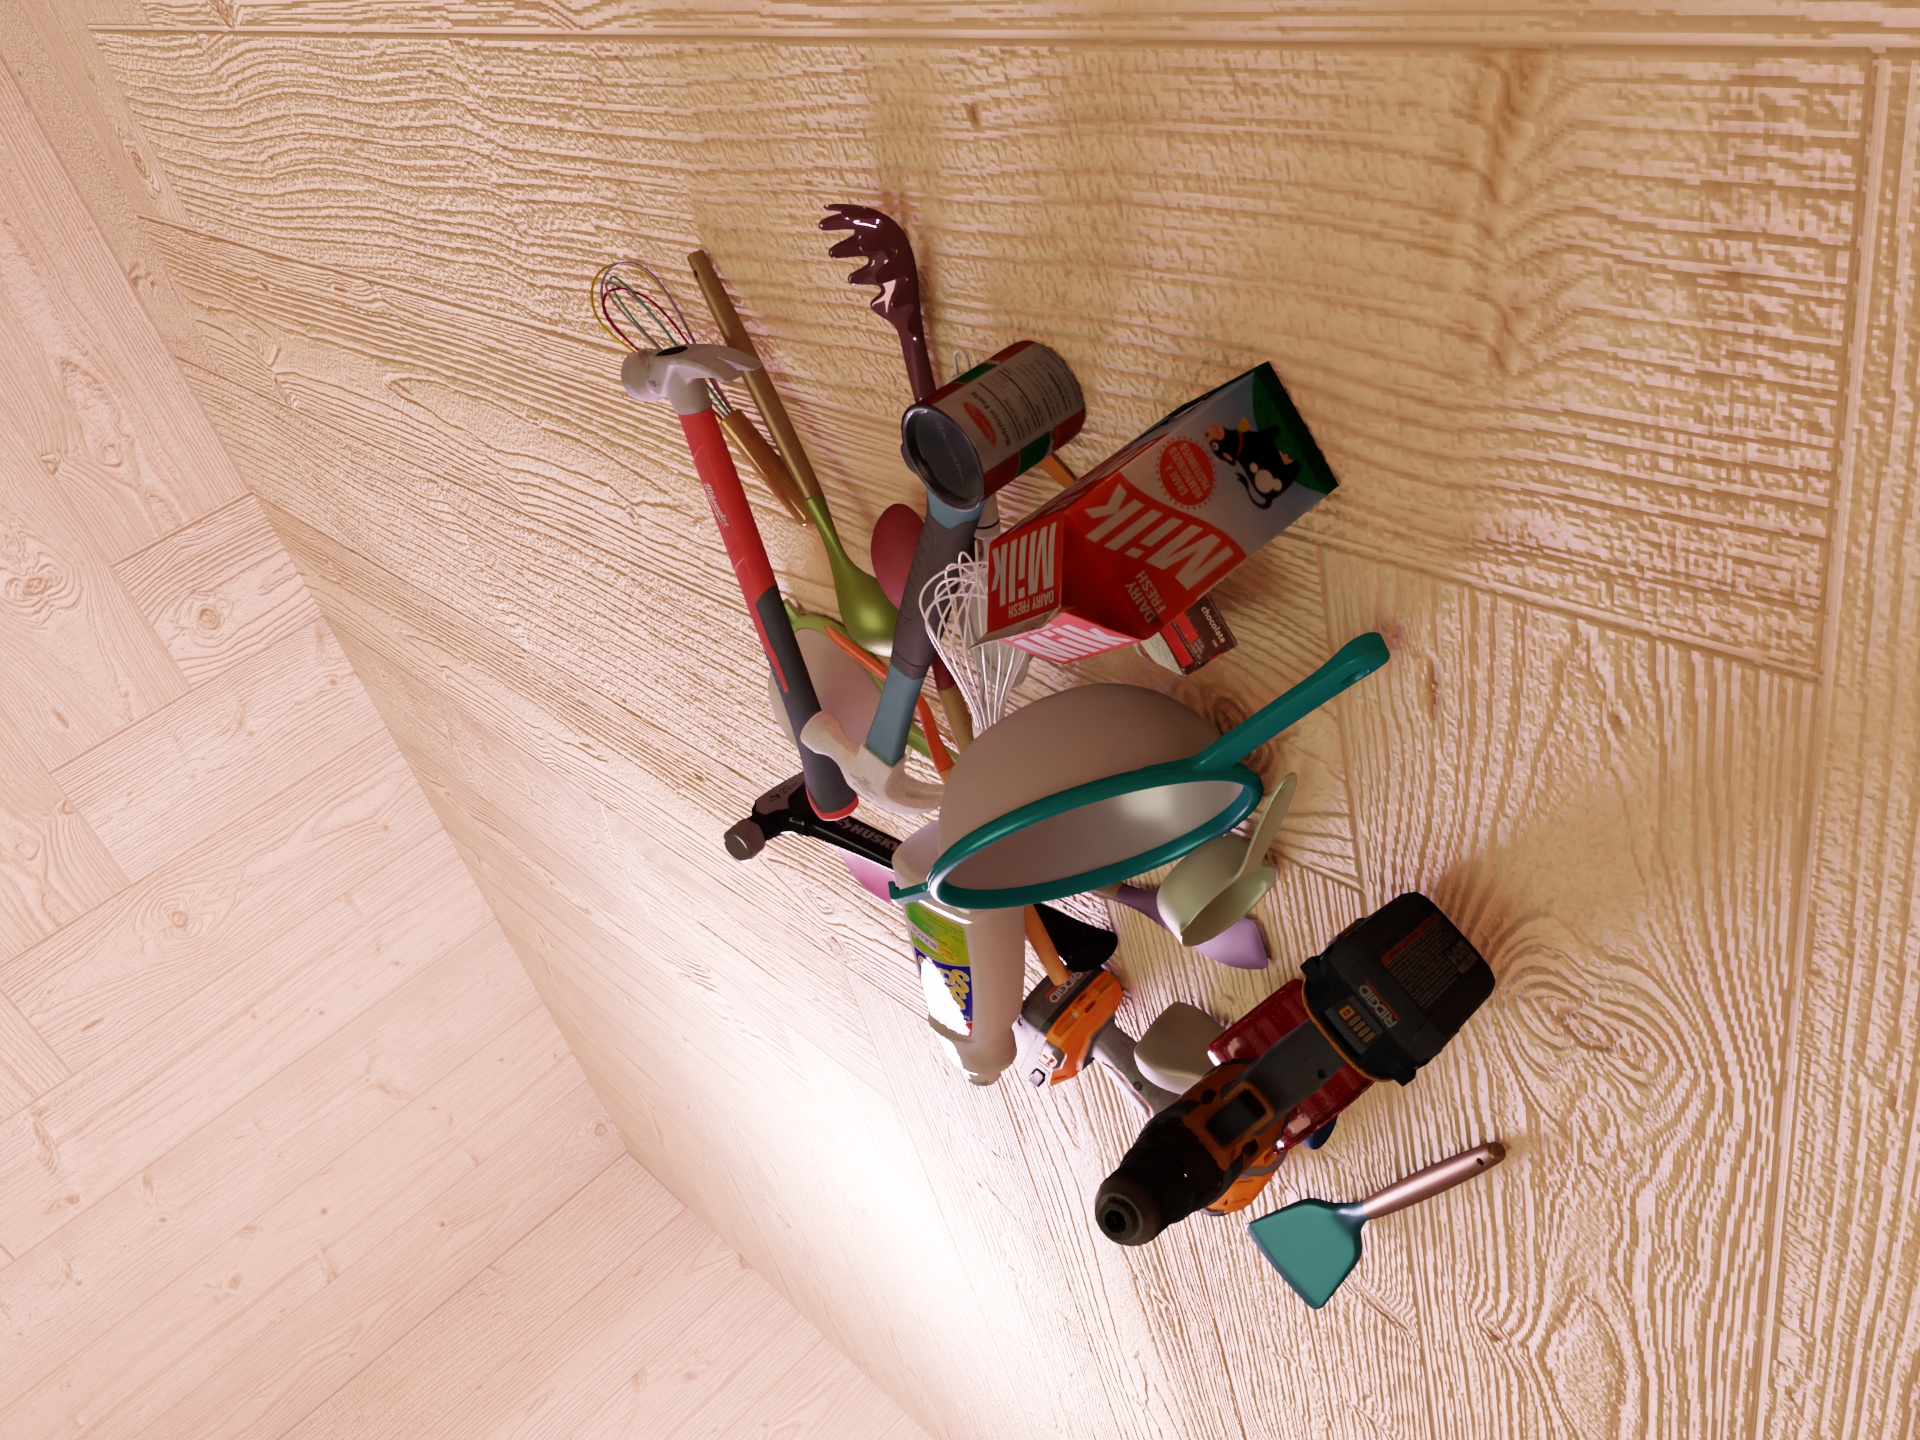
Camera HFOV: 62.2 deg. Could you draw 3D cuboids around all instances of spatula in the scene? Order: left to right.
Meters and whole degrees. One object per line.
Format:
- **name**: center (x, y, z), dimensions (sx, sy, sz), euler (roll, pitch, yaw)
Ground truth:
- **spatula**: center (-0.008, 0.062, 1.200), dimensions (0.322, 0.041, 0.081), euler (61, 175, -2)
- **spatula**: center (0.104, 0.124, 1.189), dimensions (0.316, 0.018, 0.059), euler (18, 137, 47)
- **spatula**: center (0.297, 0.348, 1.126), dimensions (0.082, 0.044, 0.317), euler (49, 153, 15)

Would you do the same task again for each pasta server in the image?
- **pasta server**: center (-0.023, -0.179, 1.002), dimensions (0.060, 0.040, 0.315), euler (42, 155, 47)

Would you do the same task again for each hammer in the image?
- **hammer**: center (-0.138, -0.090, 1.181), dimensions (0.143, 0.038, 0.386), euler (15, 131, 48)
- **hammer**: center (-0.033, -0.047, 1.061), dimensions (0.128, 0.033, 0.330), euler (39, 144, 15)
- **hammer**: center (-0.022, 0.121, 1.303), dimensions (0.335, 0.146, 0.035), euler (22, 131, 27)

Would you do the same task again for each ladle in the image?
- **ladle**: center (-0.107, -0.189, 1.134), dimensions (0.078, 0.062, 0.320), euler (-13, 105, 61)
- **ladle**: center (-0.002, -0.004, 1.121), dimensions (0.069, 0.031, 0.315), euler (15, 132, 51)

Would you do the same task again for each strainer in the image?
- **strainer**: center (-0.077, 0.014, 1.287), dimensions (0.257, 0.069, 0.151), euler (32, 147, 38)
- **strainer**: center (0.019, -0.116, 1.001), dimensions (0.087, 0.050, 0.258), euler (41, 150, 44)
- **strainer**: center (0.107, 0.008, 0.932), dimensions (0.340, 0.211, 0.095), euler (-39, 60, 44)

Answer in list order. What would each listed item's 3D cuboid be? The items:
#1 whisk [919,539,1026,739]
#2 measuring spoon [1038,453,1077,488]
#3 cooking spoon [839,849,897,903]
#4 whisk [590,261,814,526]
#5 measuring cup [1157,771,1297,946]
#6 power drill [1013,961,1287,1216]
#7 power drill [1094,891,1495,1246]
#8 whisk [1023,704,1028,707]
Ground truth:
- **whisk**: center (0.019, -0.013, 1.011), dimensions (0.070, 0.070, 0.284), euler (39, 158, 25)
- **measuring spoon**: center (0.039, -0.162, 0.950), dimensions (0.117, 0.011, 0.021), euler (46, 153, 13)
- **cooking spoon**: center (-0.023, 0.149, 1.423), dimensions (0.319, 0.017, 0.068), euler (6, 128, 57)
- **whisk**: center (-0.190, -0.241, 1.190), dimensions (0.245, 0.047, 0.051), euler (50, 152, -2)
- **measuring cup**: center (0.168, 0.076, 0.980), dimensions (0.038, 0.083, 0.167), euler (50, 146, 29)
- **power drill**: center (0.148, 0.304, 1.273), dimensions (0.227, 0.084, 0.164), euler (38, 151, 19)
- **power drill**: center (0.179, 0.207, 0.905), dimensions (0.084, 0.185, 0.226), euler (51, 123, 15)
- **whisk**: center (0.049, 0.040, 1.148), dimensions (0.059, 0.058, 0.246), euler (19, 155, -3)
